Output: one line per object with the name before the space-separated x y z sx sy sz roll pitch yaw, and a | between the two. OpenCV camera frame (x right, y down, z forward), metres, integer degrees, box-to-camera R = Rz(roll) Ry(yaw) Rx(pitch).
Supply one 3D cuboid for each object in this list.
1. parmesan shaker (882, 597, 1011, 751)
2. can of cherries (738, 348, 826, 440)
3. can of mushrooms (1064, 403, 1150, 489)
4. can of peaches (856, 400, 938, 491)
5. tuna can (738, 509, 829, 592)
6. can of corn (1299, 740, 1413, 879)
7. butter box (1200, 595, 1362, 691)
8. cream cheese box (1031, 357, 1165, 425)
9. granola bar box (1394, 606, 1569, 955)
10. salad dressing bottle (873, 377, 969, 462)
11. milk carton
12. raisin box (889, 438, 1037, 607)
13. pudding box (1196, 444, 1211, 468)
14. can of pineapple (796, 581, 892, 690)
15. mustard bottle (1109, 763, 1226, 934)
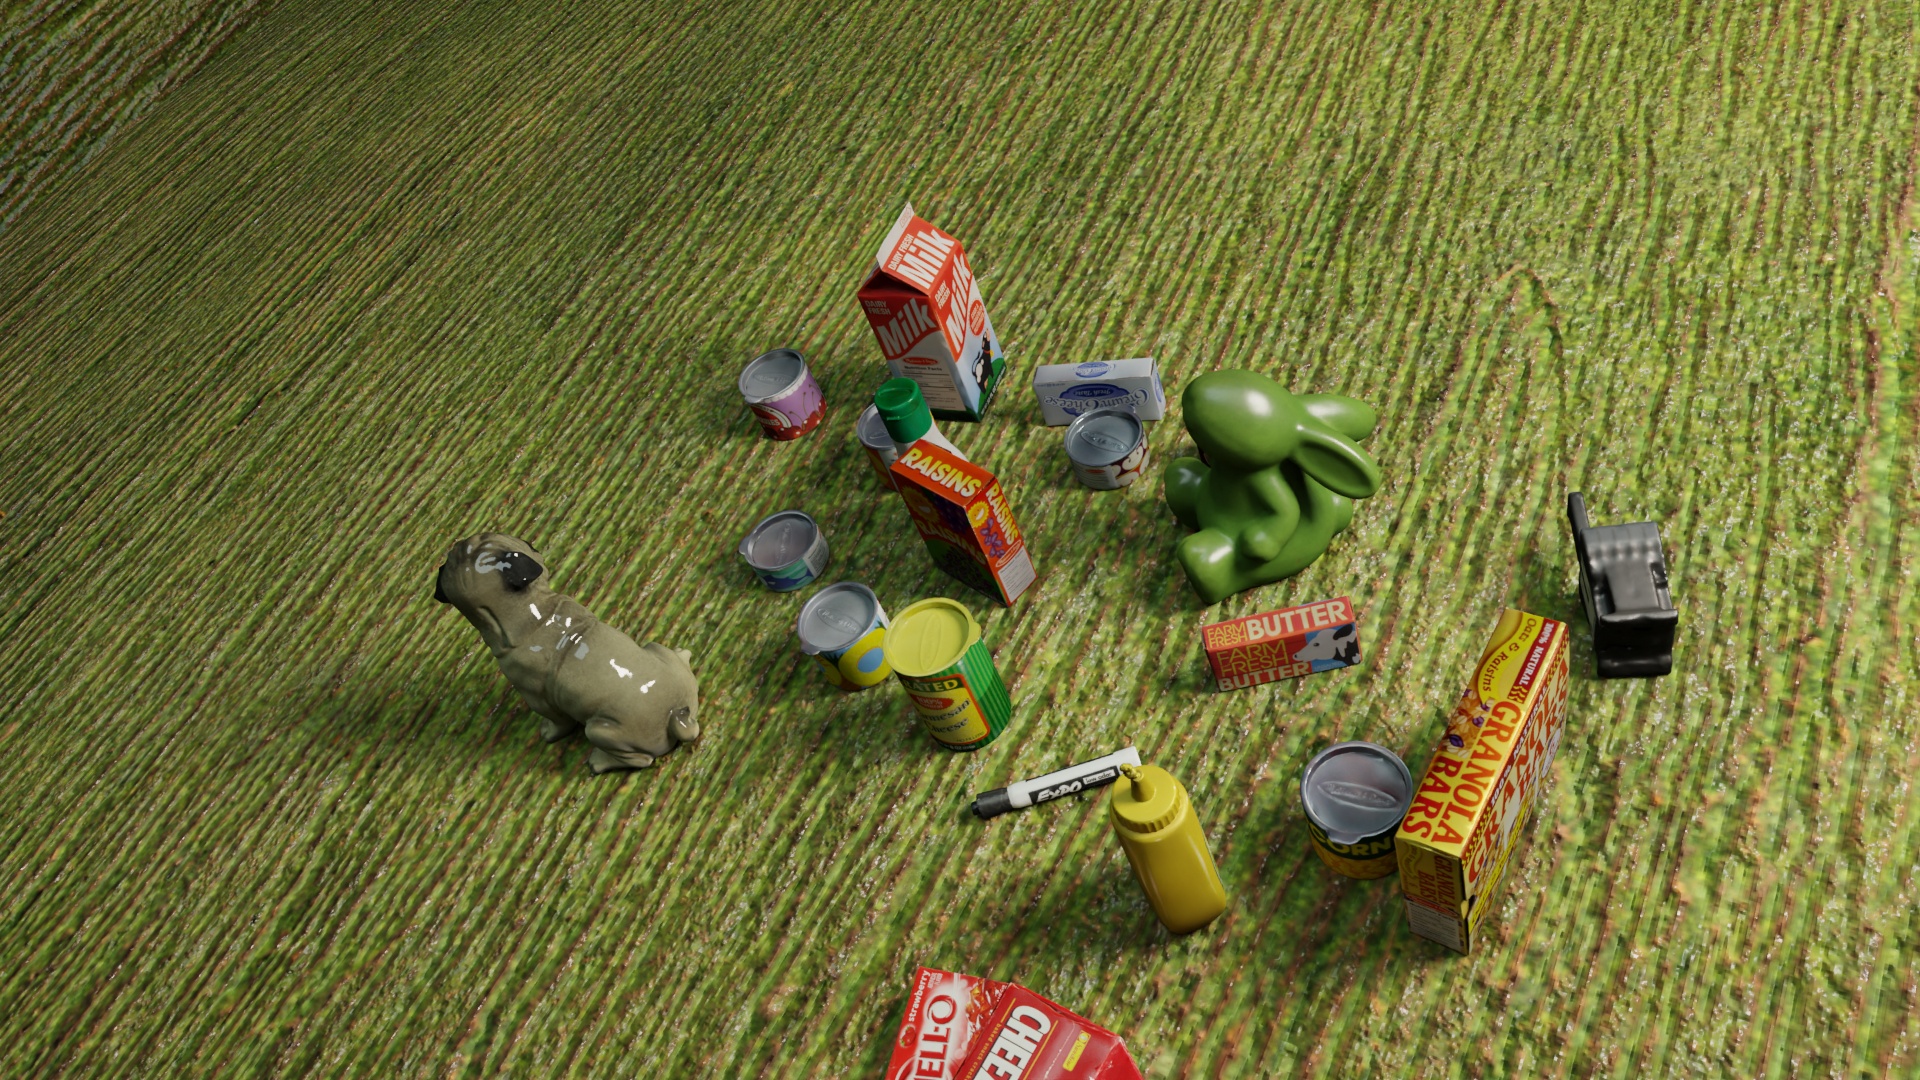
parmesan shaker | -0.005 0.098 0.991 0.071 0.102 0.072 -12 47 13
can of cherries | -0.167 -0.134 1.293 0.071 0.058 0.072 -11 47 13
can of mushrooms | 0.123 -0.077 1.142 0.071 0.033 0.071 -11 47 13
can of peaches | -0.050 -0.086 1.203 0.071 0.057 0.071 -11 47 13
tuna can | -0.149 0.010 1.177 0.071 0.032 0.071 -11 47 13
can of corn | 0.246 0.169 0.857 0.071 0.058 0.071 -11 47 13
butter box | 0.221 0.072 0.957 0.103 0.053 0.024 -13 47 11
cream cheese box | 0.117 -0.125 1.173 0.104 0.053 0.024 -2 50 21
granola bar box | 0.308 0.141 0.811 0.039 0.123 0.166 18 59 34
salad dressing bottle | -0.028 -0.067 1.115 0.064 0.147 0.044 -1 51 22
milk carton | -0.028 -0.194 1.198 0.073 0.189 0.073 6 53 27
raisin box | 0.004 -0.013 1.072 0.086 0.123 0.040 29 66 38
pudding box | 0.229 -0.076 1.087 0.084 0.049 0.030 10 55 29
can of pineapple | -0.087 0.075 1.076 0.071 0.057 0.071 -11 47 13
mustard bottle | 0.120 0.177 0.830 0.049 0.159 0.065 -26 46 -1
